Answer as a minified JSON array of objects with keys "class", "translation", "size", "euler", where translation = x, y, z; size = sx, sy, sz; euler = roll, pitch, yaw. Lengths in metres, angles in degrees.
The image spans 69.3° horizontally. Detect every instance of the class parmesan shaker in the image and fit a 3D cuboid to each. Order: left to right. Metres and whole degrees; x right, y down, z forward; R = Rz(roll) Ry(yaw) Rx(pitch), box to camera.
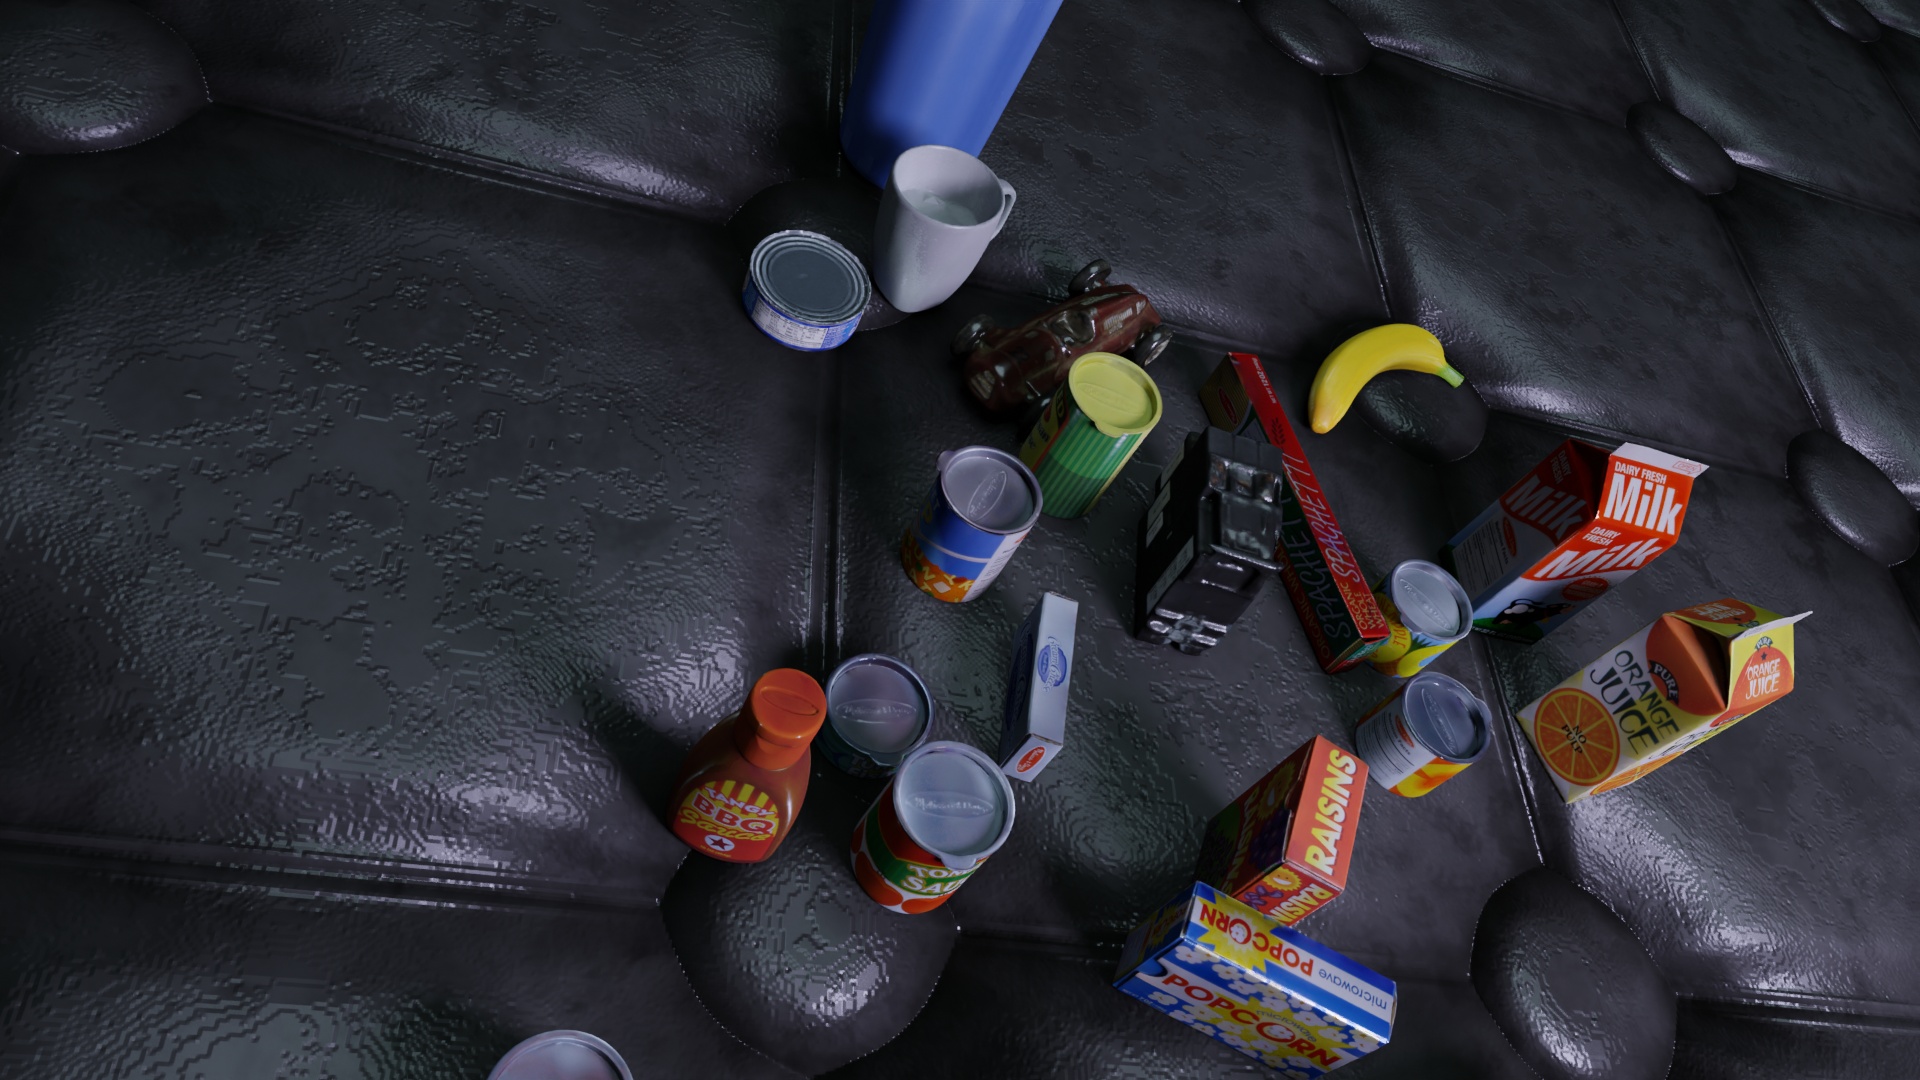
[{"class":"parmesan shaker","translation":[0.082,-0.066,0.931],"size":[0.071,0.102,0.071],"euler":[12,53,-16]}]

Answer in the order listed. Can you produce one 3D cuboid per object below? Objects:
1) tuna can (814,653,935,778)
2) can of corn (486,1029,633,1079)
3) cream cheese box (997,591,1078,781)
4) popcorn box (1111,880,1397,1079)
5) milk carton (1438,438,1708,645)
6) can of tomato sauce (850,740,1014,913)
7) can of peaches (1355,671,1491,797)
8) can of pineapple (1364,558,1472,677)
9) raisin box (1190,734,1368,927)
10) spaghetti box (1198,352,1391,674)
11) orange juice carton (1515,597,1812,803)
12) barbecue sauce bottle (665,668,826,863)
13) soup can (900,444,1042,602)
[{"class":"tuna can","translation":[-0.050,0.103,0.797],"size":[0.071,0.032,0.071],"euler":[12,53,-16]},{"class":"can of corn","translation":[-0.180,0.260,0.612],"size":[0.071,0.058,0.071],"euler":[12,53,-16]},{"class":"cream cheese box","translation":[0.047,0.087,0.838],"size":[0.024,0.053,0.104],"euler":[19,51,-11]},{"class":"popcorn box","translation":[0.159,0.243,0.758],"size":[0.127,0.084,0.038],"euler":[28,50,-4]},{"class":"milk carton","translation":[0.433,-0.007,0.987],"size":[0.072,0.189,0.074],"euler":[12,53,-16]},{"class":"can of tomato sauce","translation":[-0.016,0.156,0.742],"size":[0.071,0.082,0.071],"euler":[12,53,-16]},{"class":"can of peaches","translation":[0.307,0.129,0.921],"size":[0.071,0.057,0.071],"euler":[12,53,-16]},{"class":"can of pineapple","translation":[0.313,0.056,0.976],"size":[0.071,0.057,0.071],"euler":[12,53,-16]},{"class":"raisin box","translation":[0.176,0.176,0.787],"size":[0.040,0.122,0.086],"euler":[30,50,-2]},{"class":"spaghetti box","translation":[0.237,-0.024,1.004],"size":[0.029,0.050,0.251],"euler":[-3,59,-26]},{"class":"orange juice carton","translation":[0.473,0.100,0.928],"size":[0.072,0.191,0.073],"euler":[-8,61,-28]},{"class":"barbecue sauce bottle","translation":[-0.103,0.113,0.692],"size":[0.065,0.147,0.044],"euler":[22,51,-8]},{"class":"soup can","translation":[0.003,-0.011,0.869],"size":[0.071,0.083,0.072],"euler":[12,53,-16]}]
